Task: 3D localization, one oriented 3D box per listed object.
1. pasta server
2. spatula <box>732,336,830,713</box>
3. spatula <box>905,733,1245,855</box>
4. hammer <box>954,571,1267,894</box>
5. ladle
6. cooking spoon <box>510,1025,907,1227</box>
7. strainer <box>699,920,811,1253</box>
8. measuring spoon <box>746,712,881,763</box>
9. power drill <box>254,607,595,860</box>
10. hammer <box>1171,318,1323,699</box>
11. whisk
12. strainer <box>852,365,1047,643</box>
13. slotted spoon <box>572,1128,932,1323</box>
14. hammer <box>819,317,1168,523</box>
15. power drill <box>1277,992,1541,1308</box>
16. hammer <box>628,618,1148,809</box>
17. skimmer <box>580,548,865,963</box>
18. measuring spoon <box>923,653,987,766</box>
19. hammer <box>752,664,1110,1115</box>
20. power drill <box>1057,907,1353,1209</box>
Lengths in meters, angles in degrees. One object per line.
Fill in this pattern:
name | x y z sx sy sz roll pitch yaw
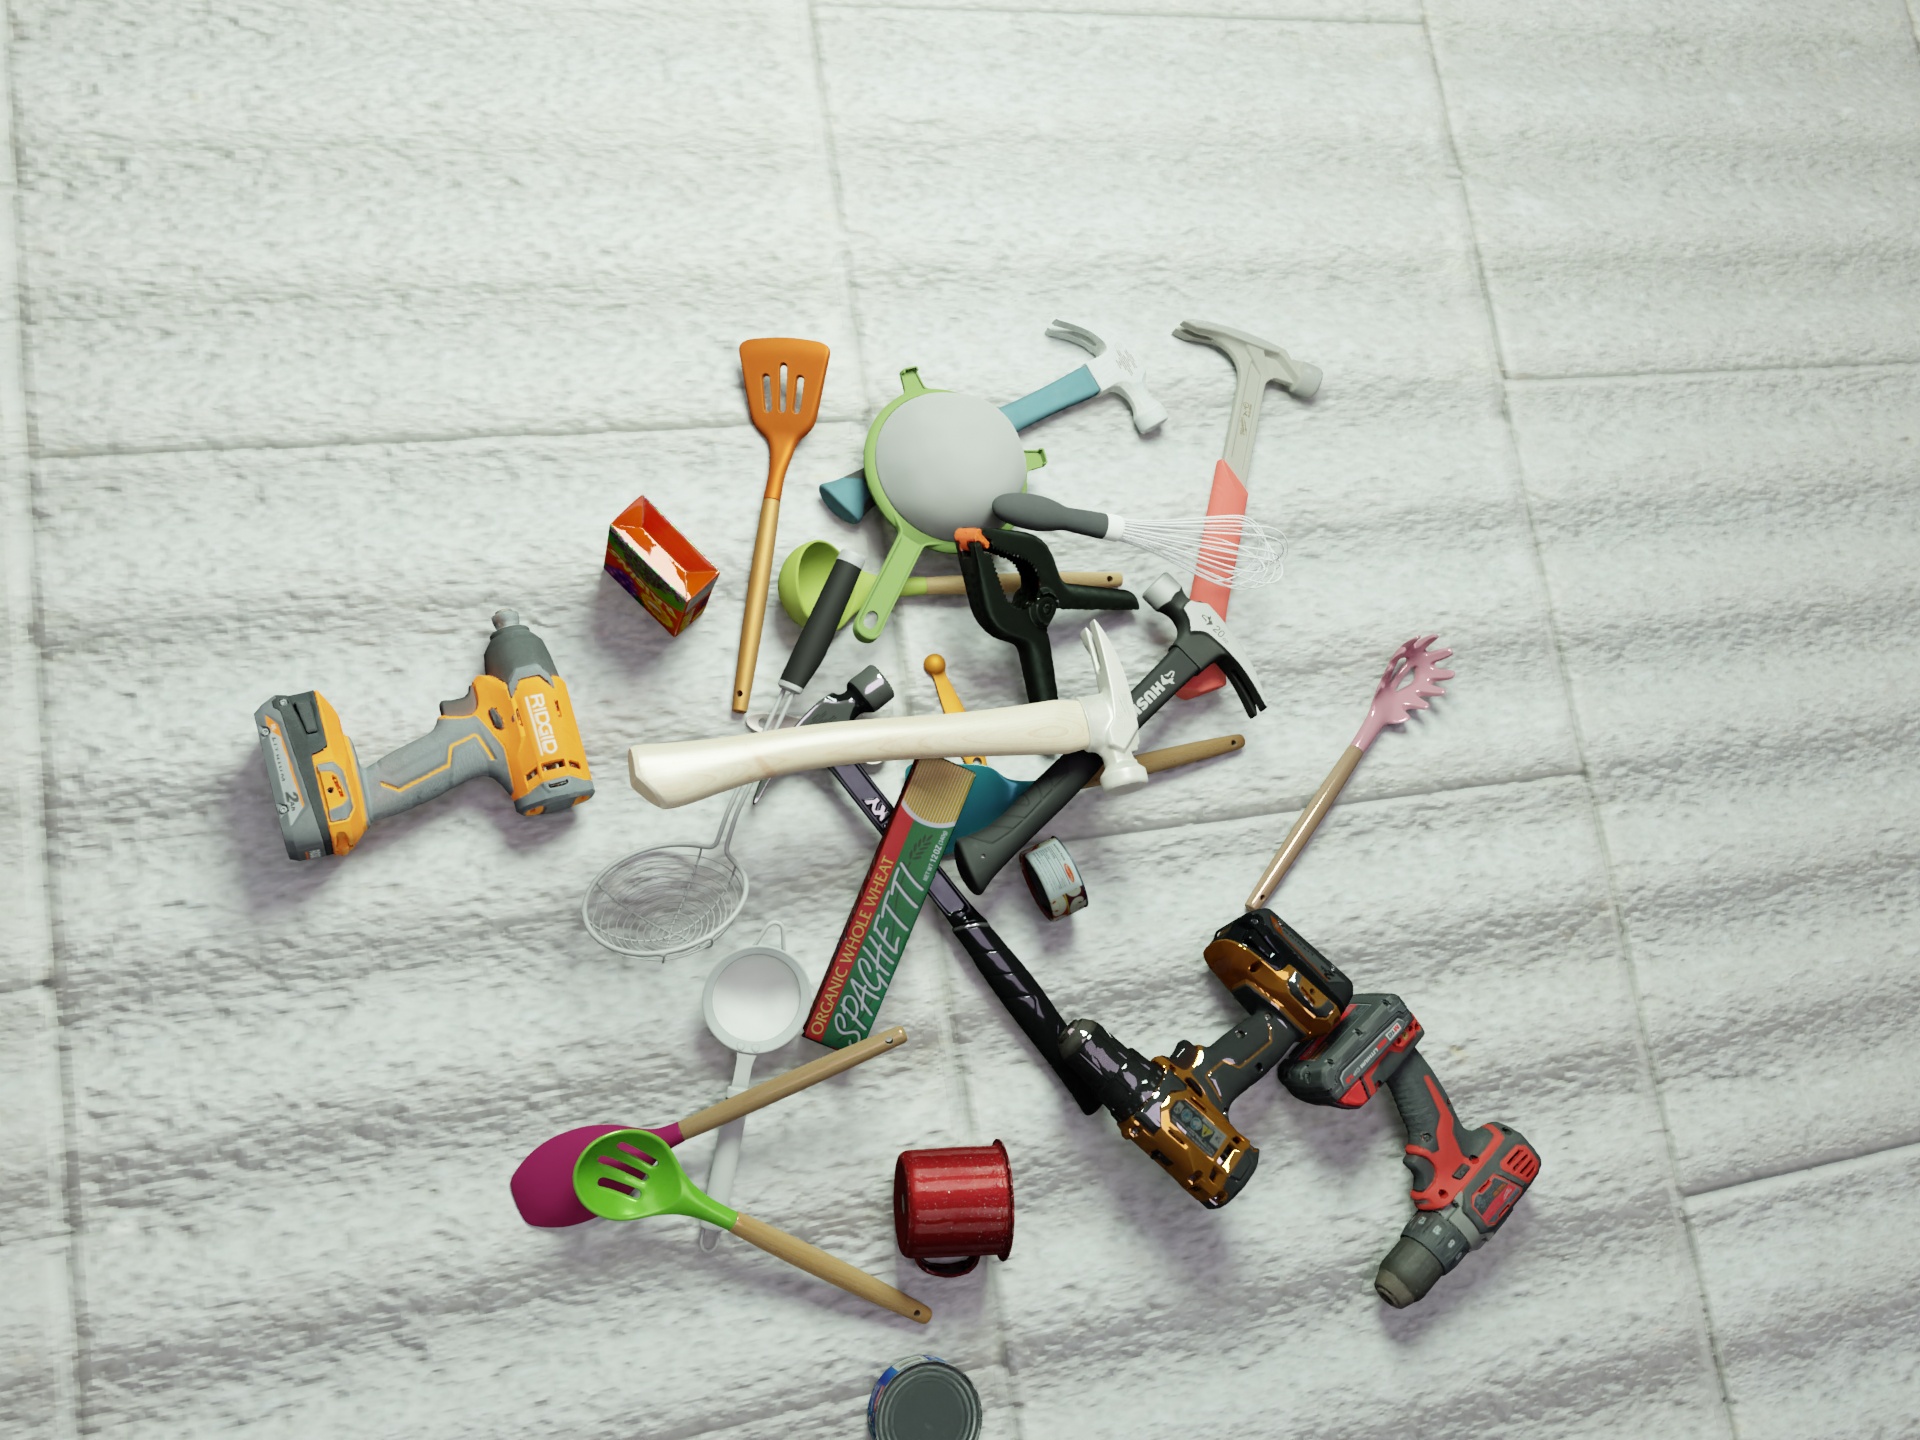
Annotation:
pasta server | 0.350 0.047 1.445 0.060 0.040 0.316 43 71 -15
spatula | -0.166 -0.165 1.340 0.081 0.041 0.323 5 78 9
spatula | 0.109 0.048 1.383 0.317 0.044 0.082 -12 89 -23
hammer | 0.119 0.026 1.336 0.146 0.035 0.335 46 67 3
ladle | -0.002 -0.118 1.371 0.320 0.062 0.078 -3 88 -19
cooking spoon | -0.189 0.302 1.212 0.319 0.017 0.069 -23 87 -6
strainer | -0.174 0.284 1.243 0.086 0.050 0.258 13 81 -16
measuring spoon | -0.118 0.011 1.333 0.124 0.018 0.034 11 85 -7
power drill | -0.410 0.009 1.214 0.226 0.084 0.164 -14 82 -22
hammer | 0.236 -0.193 1.465 0.149 0.036 0.359 17 74 -12
whisk | 0.158 -0.160 1.362 0.284 0.070 0.070 8 76 -22
strainer | -0.022 -0.178 1.321 0.151 0.069 0.256 31 65 -13
slotted spoon | -0.153 0.394 1.213 0.313 0.031 0.070 32 84 -17
hammer | 0.025 -0.258 1.419 0.331 0.033 0.128 -29 88 -20
power drill | 0.375 0.368 1.366 0.188 0.080 0.226 -41 94 -19
hammer | -0.053 0.006 1.243 0.410 0.038 0.146 -6 72 -21
skimmer | -0.173 0.020 1.244 0.127 0.090 0.363 21 82 30
measuring spoon | -0.002 -0.004 1.368 0.021 0.011 0.117 -22 85 -19
hammer | -0.008 0.158 1.313 0.149 0.036 0.409 -38 93 -8
power drill | 0.201 0.259 1.316 0.185 0.084 0.226 41 61 2
